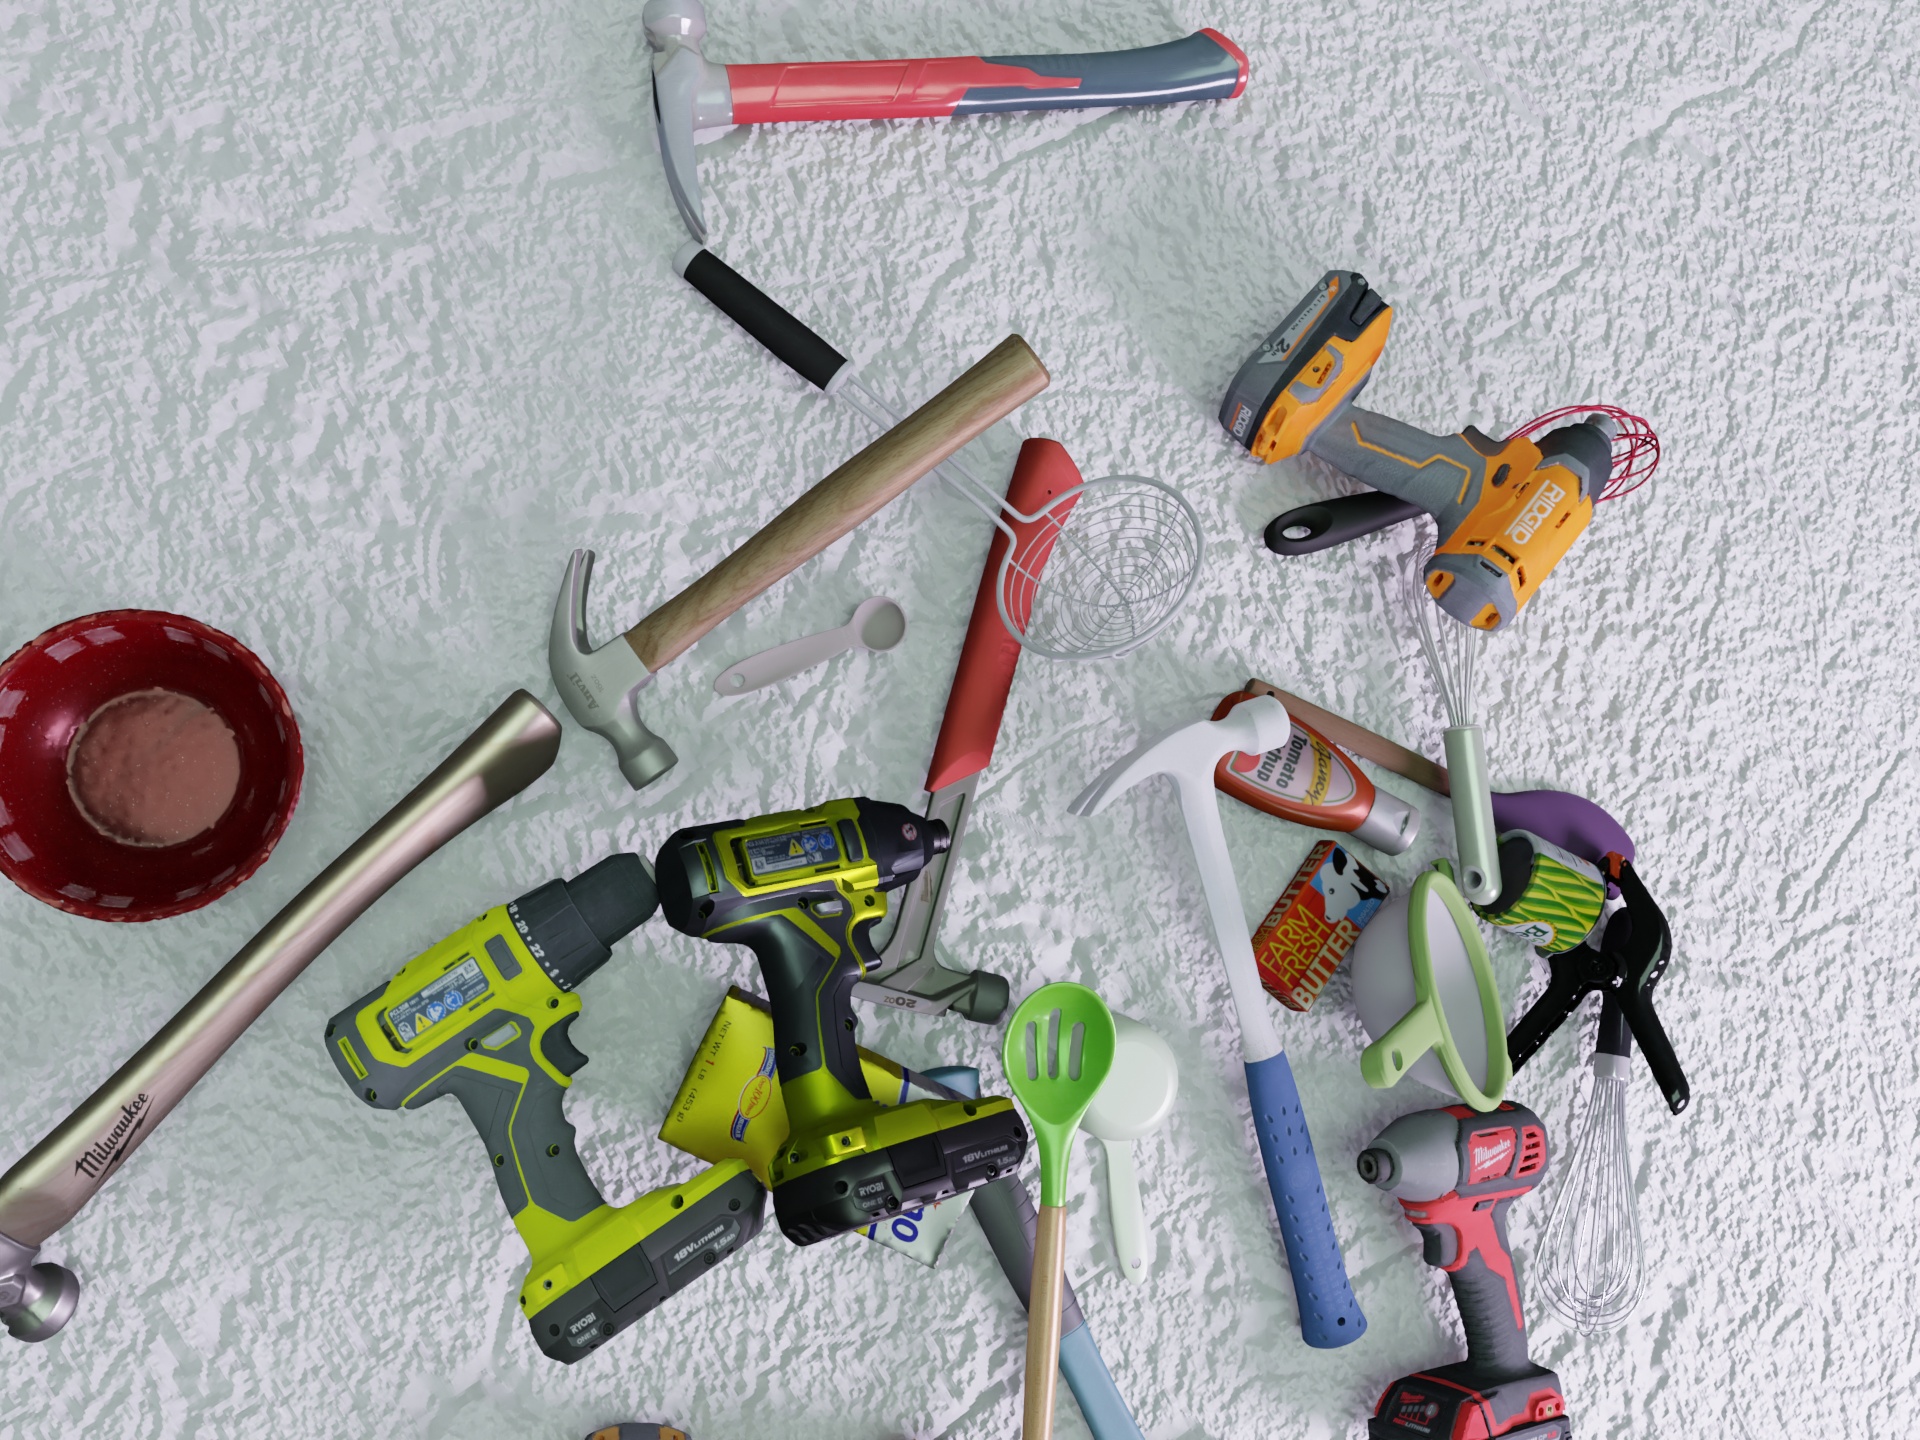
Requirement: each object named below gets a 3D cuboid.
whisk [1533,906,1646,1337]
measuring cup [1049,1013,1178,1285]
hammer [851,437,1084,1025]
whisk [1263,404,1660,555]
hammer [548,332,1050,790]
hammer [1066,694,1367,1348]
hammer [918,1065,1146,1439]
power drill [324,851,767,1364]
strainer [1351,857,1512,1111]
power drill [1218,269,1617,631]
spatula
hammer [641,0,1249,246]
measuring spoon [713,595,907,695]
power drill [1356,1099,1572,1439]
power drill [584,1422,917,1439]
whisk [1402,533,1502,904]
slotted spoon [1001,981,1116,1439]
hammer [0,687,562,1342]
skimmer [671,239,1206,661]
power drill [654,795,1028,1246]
[{"bbox_3d":[0.432,0.264,1.063,0.070,0.070,0.285,14,78,-14],"label":"whisk"},{"bbox_3d":[0.103,0.266,0.978,0.083,0.038,0.167,-6,86,-16],"label":"measuring cup"},{"bbox_3d":[-0.002,-0.003,0.971,0.149,0.037,0.359,17,82,-14],"label":"hammer"},{"bbox_3d":[0.340,-0.157,1.069,0.296,0.073,0.073,-16,90,-10],"label":"whisk"},{"bbox_3d":[-0.093,-0.107,0.898,0.331,0.031,0.130,-36,90,6],"label":"hammer"},{"bbox_3d":[0.179,0.198,0.980,0.144,0.035,0.405,-18,98,-17],"label":"hammer"},{"bbox_3d":[0.058,0.355,0.963,0.128,0.033,0.331,-27,93,-17],"label":"hammer"},{"bbox_3d":[-0.202,0.200,0.852,0.190,0.080,0.228,-33,79,-9],"label":"power drill"},{"bbox_3d":[0.263,0.180,0.962,0.256,0.069,0.151,-11,84,-59],"label":"strainer"},{"bbox_3d":[0.298,-0.183,1.012,0.226,0.084,0.164,40,76,10],"label":"power drill"},{"bbox_3d":[0.327,0.039,1.069,0.315,0.018,0.060,24,83,-14],"label":"spatula"},{"bbox_3d":[0.004,-0.384,0.999,0.386,0.038,0.143,-9,90,-16],"label":"hammer"},{"bbox_3d":[-0.091,-0.042,0.963,0.124,0.018,0.034,-22,94,-9],"label":"measuring spoon"},{"bbox_3d":[0.311,0.355,1.000,0.143,0.078,0.220,3,82,-32],"label":"power drill"},{"bbox_3d":[-0.106,0.493,0.885,0.226,0.084,0.185,5,85,-11],"label":"power drill"},{"bbox_3d":[0.329,-0.002,1.045,0.059,0.058,0.246,0,82,-41],"label":"whisk"},{"bbox_3d":[0.050,0.310,0.934,0.070,0.031,0.314,5,85,-12],"label":"slotted spoon"},{"bbox_3d":[-0.372,0.130,0.826,0.411,0.038,0.146,-48,142,-18],"label":"hammer"},{"bbox_3d":[-0.022,-0.170,0.923,0.363,0.090,0.127,39,82,0],"label":"skimmer"},{"bbox_3d":[-0.054,0.152,0.860,0.171,0.080,0.223,-8,70,-32],"label":"power drill"}]
